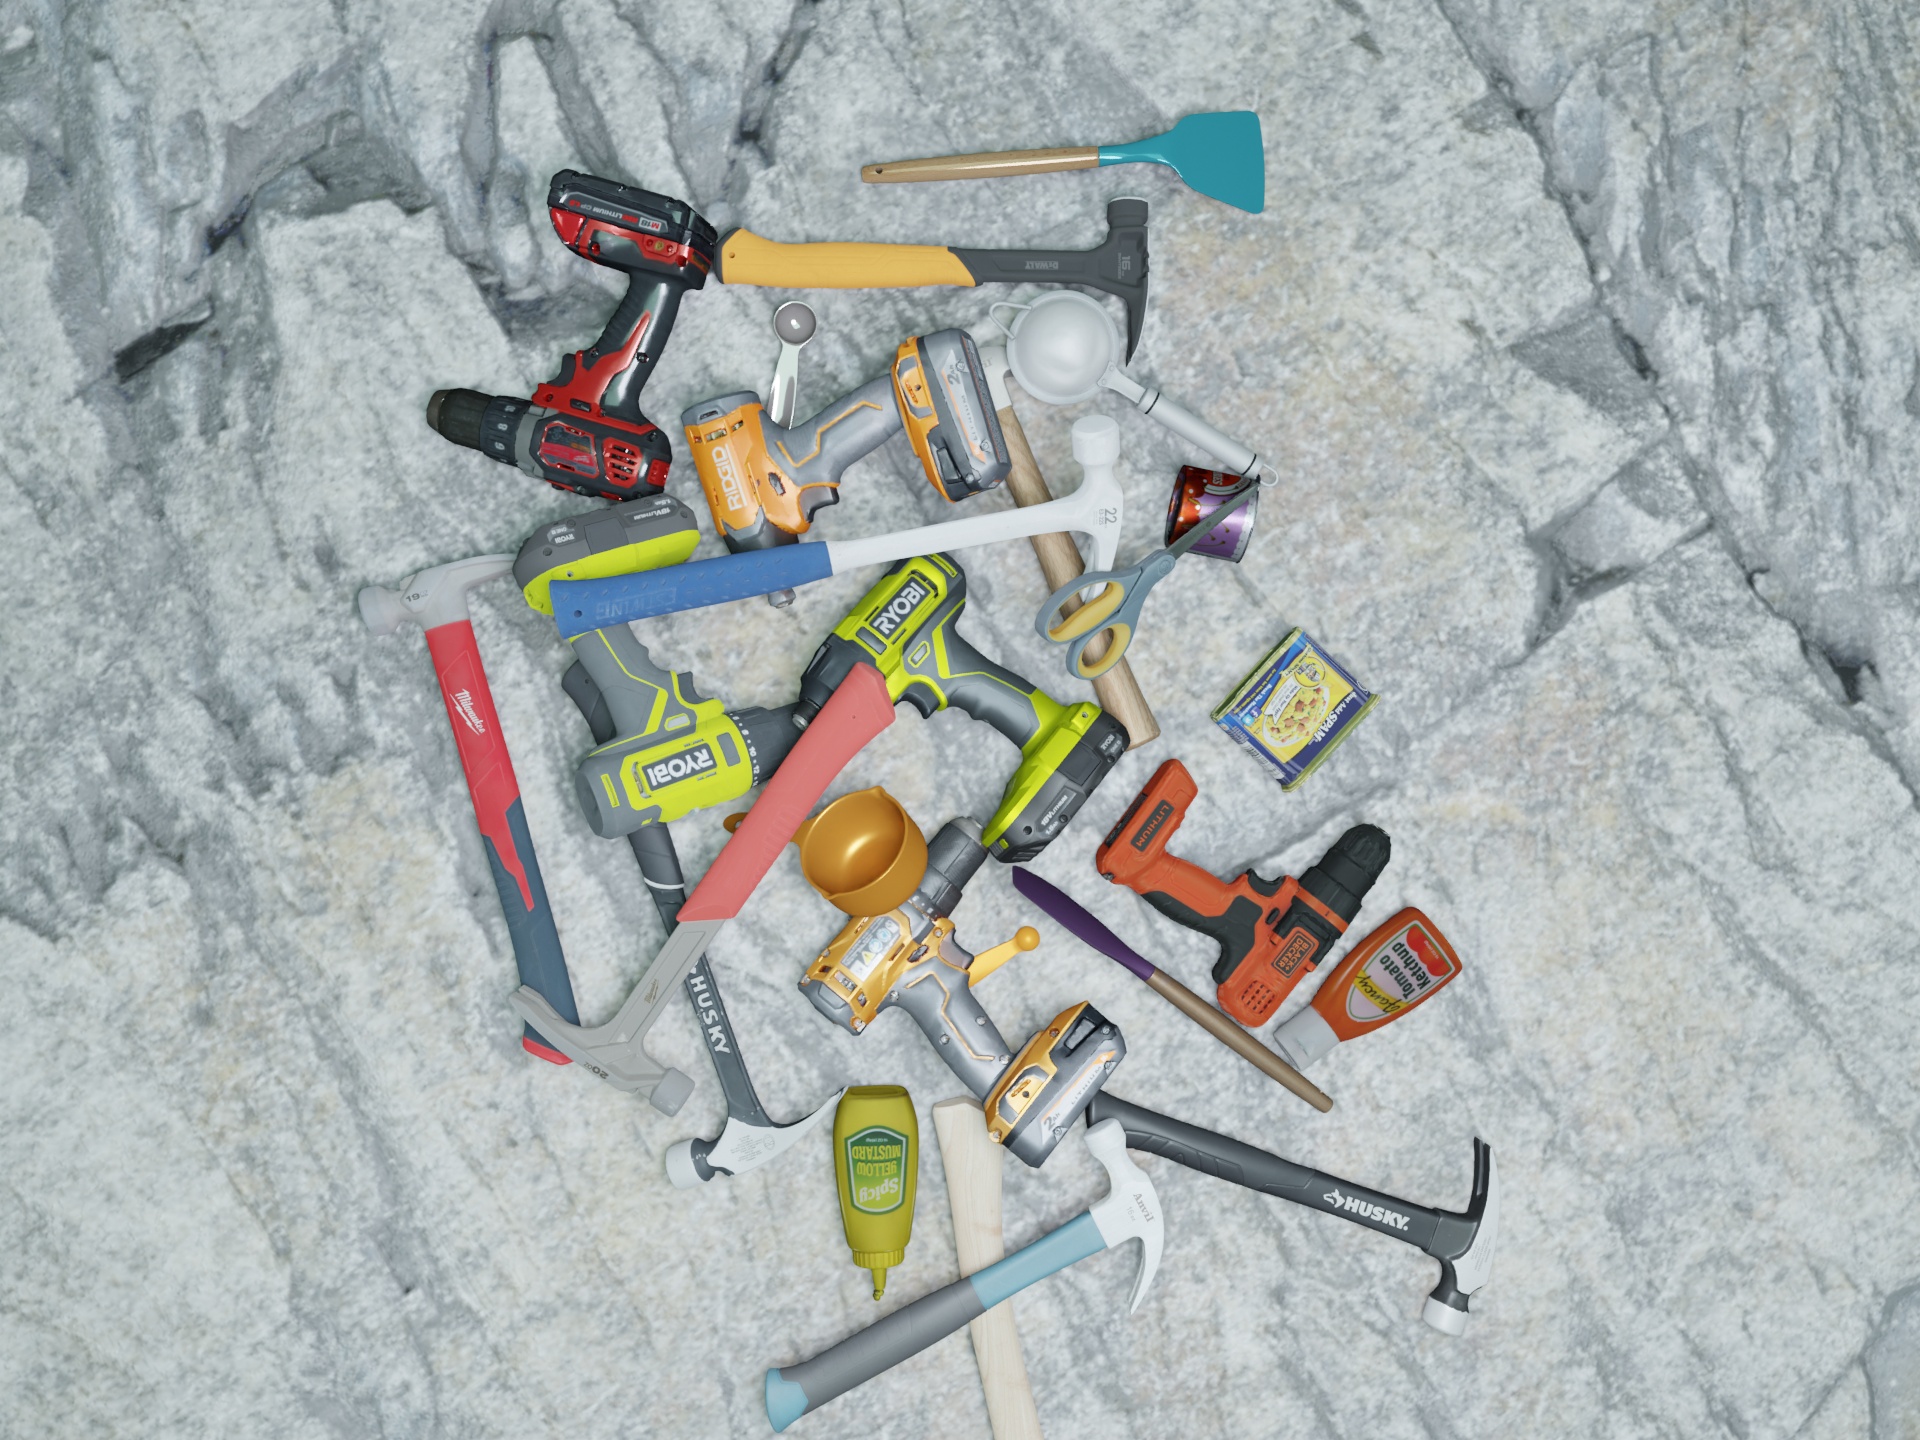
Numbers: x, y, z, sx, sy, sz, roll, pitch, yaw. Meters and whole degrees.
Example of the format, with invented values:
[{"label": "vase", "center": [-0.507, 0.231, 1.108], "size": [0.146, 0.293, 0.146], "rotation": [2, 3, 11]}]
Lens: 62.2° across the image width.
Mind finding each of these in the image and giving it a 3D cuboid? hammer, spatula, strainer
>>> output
[{"label": "hammer", "center": [-0.081, -0.111, 1.122], "size": [0.405, 0.035, 0.144], "rotation": [-12, 124, -7]}, {"label": "hammer", "center": [0.001, 0.429, 1.177], "size": [0.331, 0.033, 0.128], "rotation": [-29, 87, 0]}, {"label": "spatula", "center": [0.162, 0.205, 1.208], "size": [0.315, 0.060, 0.018], "rotation": [37, 106, -10]}, {"label": "hammer", "center": [-0.333, 0.067, 1.206], "size": [0.143, 0.038, 0.386], "rotation": [-16, 89, -4]}, {"label": "hammer", "center": [0.023, 0.494, 1.208], "size": [0.146, 0.038, 0.410], "rotation": [-11, 88, -1]}, {"label": "hammer", "center": [-0.213, 0.139, 1.199], "size": [0.149, 0.036, 0.409], "rotation": [-21, 87, 12]}, {"label": "strainer", "center": [0.136, -0.249, 1.206], "size": [0.258, 0.050, 0.087], "rotation": [30, 91, -10]}, {"label": "hammer", "center": [0.076, -0.134, 1.230], "size": [0.130, 0.031, 0.331], "rotation": [-24, 90, -2]}, {"label": "hammer", "center": [-0.021, -0.344, 1.231], "size": [0.337, 0.034, 0.127], "rotation": [1, 87, -2]}, {"label": "spatula", "center": [0.082, -0.433, 1.244], "size": [0.317, 0.044, 0.082], "rotation": [-3, 89, 2]}, {"label": "hammer", "center": [-0.170, 0.106, 1.141], "size": [0.149, 0.037, 0.359], "rotation": [35, 98, 1]}, {"label": "hammer", "center": [0.253, 0.348, 1.222], "size": [0.334, 0.035, 0.146], "rotation": [20, 88, -1]}]

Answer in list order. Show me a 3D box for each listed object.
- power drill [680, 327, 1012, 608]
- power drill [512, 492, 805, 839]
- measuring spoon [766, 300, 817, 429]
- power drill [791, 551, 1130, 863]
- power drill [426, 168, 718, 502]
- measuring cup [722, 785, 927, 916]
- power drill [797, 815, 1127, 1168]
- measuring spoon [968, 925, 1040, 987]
[{"label": "power drill", "center": [-0.082, -0.186, 1.185], "size": [0.226, 0.084, 0.164], "rotation": [-16, 94, 13]}, {"label": "power drill", "center": [-0.215, -0.044, 1.176], "size": [0.190, 0.080, 0.228], "rotation": [-20, 85, -27]}, {"label": "measuring spoon", "center": [-0.136, -0.263, 1.237], "size": [0.034, 0.018, 0.124], "rotation": [11, 95, -2]}, {"label": "power drill", "center": [-0.002, -0.004, 1.184], "size": [0.223, 0.080, 0.171], "rotation": [40, 68, 2]}, {"label": "power drill", "center": [-0.290, -0.288, 1.194], "size": [0.188, 0.080, 0.226], "rotation": [17, 96, 5]}, {"label": "measuring cup", "center": [-0.102, 0.097, 1.194], "size": [0.174, 0.052, 0.095], "rotation": [6, 60, 35]}, {"label": "power drill", "center": [0.018, 0.197, 1.185], "size": [0.226, 0.084, 0.185], "rotation": [37, 79, 12]}, {"label": "measuring spoon", "center": [0.010, 0.194, 1.227], "size": [0.117, 0.011, 0.021], "rotation": [-30, 90, -3]}]
